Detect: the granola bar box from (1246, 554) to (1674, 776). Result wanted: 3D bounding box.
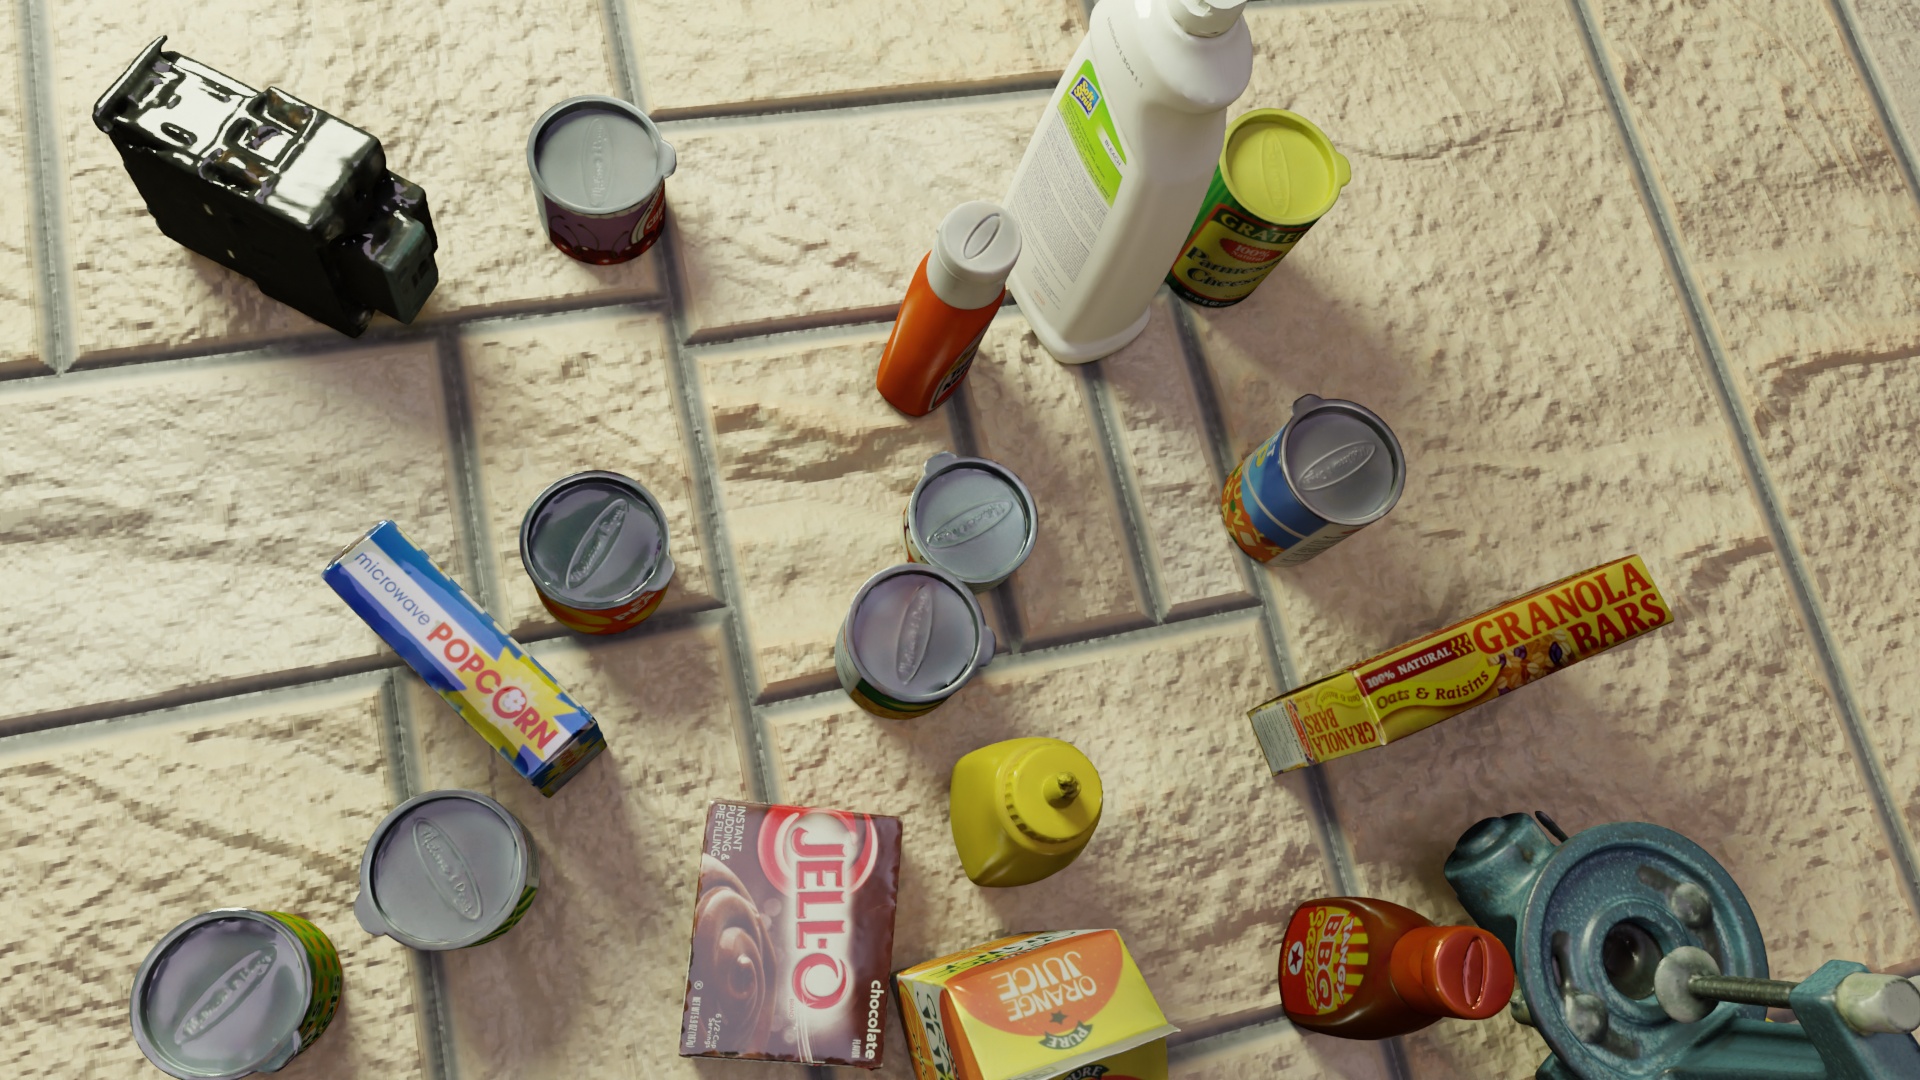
[{"bbox_3d":[0.239,0.063,0.683,0.166,0.124,0.039,-19,79,-16],"label":"granola bar box"}]

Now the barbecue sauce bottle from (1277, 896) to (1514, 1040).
[{"bbox_3d":[0.192,0.192,0.623,0.044,0.148,0.065,15,72,-7],"label":"barbecue sauce bottle"}]

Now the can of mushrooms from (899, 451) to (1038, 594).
[{"bbox_3d":[0.003,-0.009,0.704,0.071,0.033,0.071,3,73,-11],"label":"can of mushrooms"}]

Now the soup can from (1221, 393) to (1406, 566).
[{"bbox_3d":[0.179,-0.030,0.720,0.071,0.083,0.071,3,74,-11],"label":"soup can"}]

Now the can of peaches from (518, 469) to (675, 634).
[{"bbox_3d":[-0.167,0.008,0.652,0.071,0.058,0.071,3,74,-11],"label":"can of peaches"}]

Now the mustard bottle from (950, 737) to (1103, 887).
[{"bbox_3d":[0.031,0.116,0.606,0.049,0.159,0.065,-6,76,-13],"label":"mustard bottle"}]

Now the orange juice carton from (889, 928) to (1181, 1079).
[{"bbox_3d":[0.026,0.203,0.562,0.072,0.192,0.073,-13,77,-15],"label":"orange juice carton"}]

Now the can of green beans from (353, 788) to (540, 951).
[{"bbox_3d":[-0.219,0.143,0.601,0.071,0.057,0.071,3,74,-11],"label":"can of green beans"}]

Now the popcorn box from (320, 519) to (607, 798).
[{"bbox_3d":[-0.216,0.055,0.614,0.127,0.085,0.038,44,71,3],"label":"popcorn box"}]

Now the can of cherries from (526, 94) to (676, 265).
[{"bbox_3d":[-0.180,-0.181,0.704,0.071,0.058,0.071,3,74,-11],"label":"can of cherries"}]

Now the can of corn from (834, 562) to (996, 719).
[{"bbox_3d":[-0.023,0.050,0.668,0.071,0.058,0.071,3,74,-11],"label":"can of corn"}]

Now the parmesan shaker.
[{"bbox_3d":[0.154,-0.175,0.747,0.071,0.102,0.071,3,74,-11],"label":"parmesan shaker"}]

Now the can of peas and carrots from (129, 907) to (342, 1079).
[{"bbox_3d":[-0.294,0.188,0.573,0.071,0.058,0.071,3,74,-11],"label":"can of peas and carrots"}]

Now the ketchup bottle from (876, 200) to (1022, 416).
[{"bbox_3d":[-0.005,-0.113,0.672,0.043,0.148,0.065,34,71,0],"label":"ketchup bottle"}]
